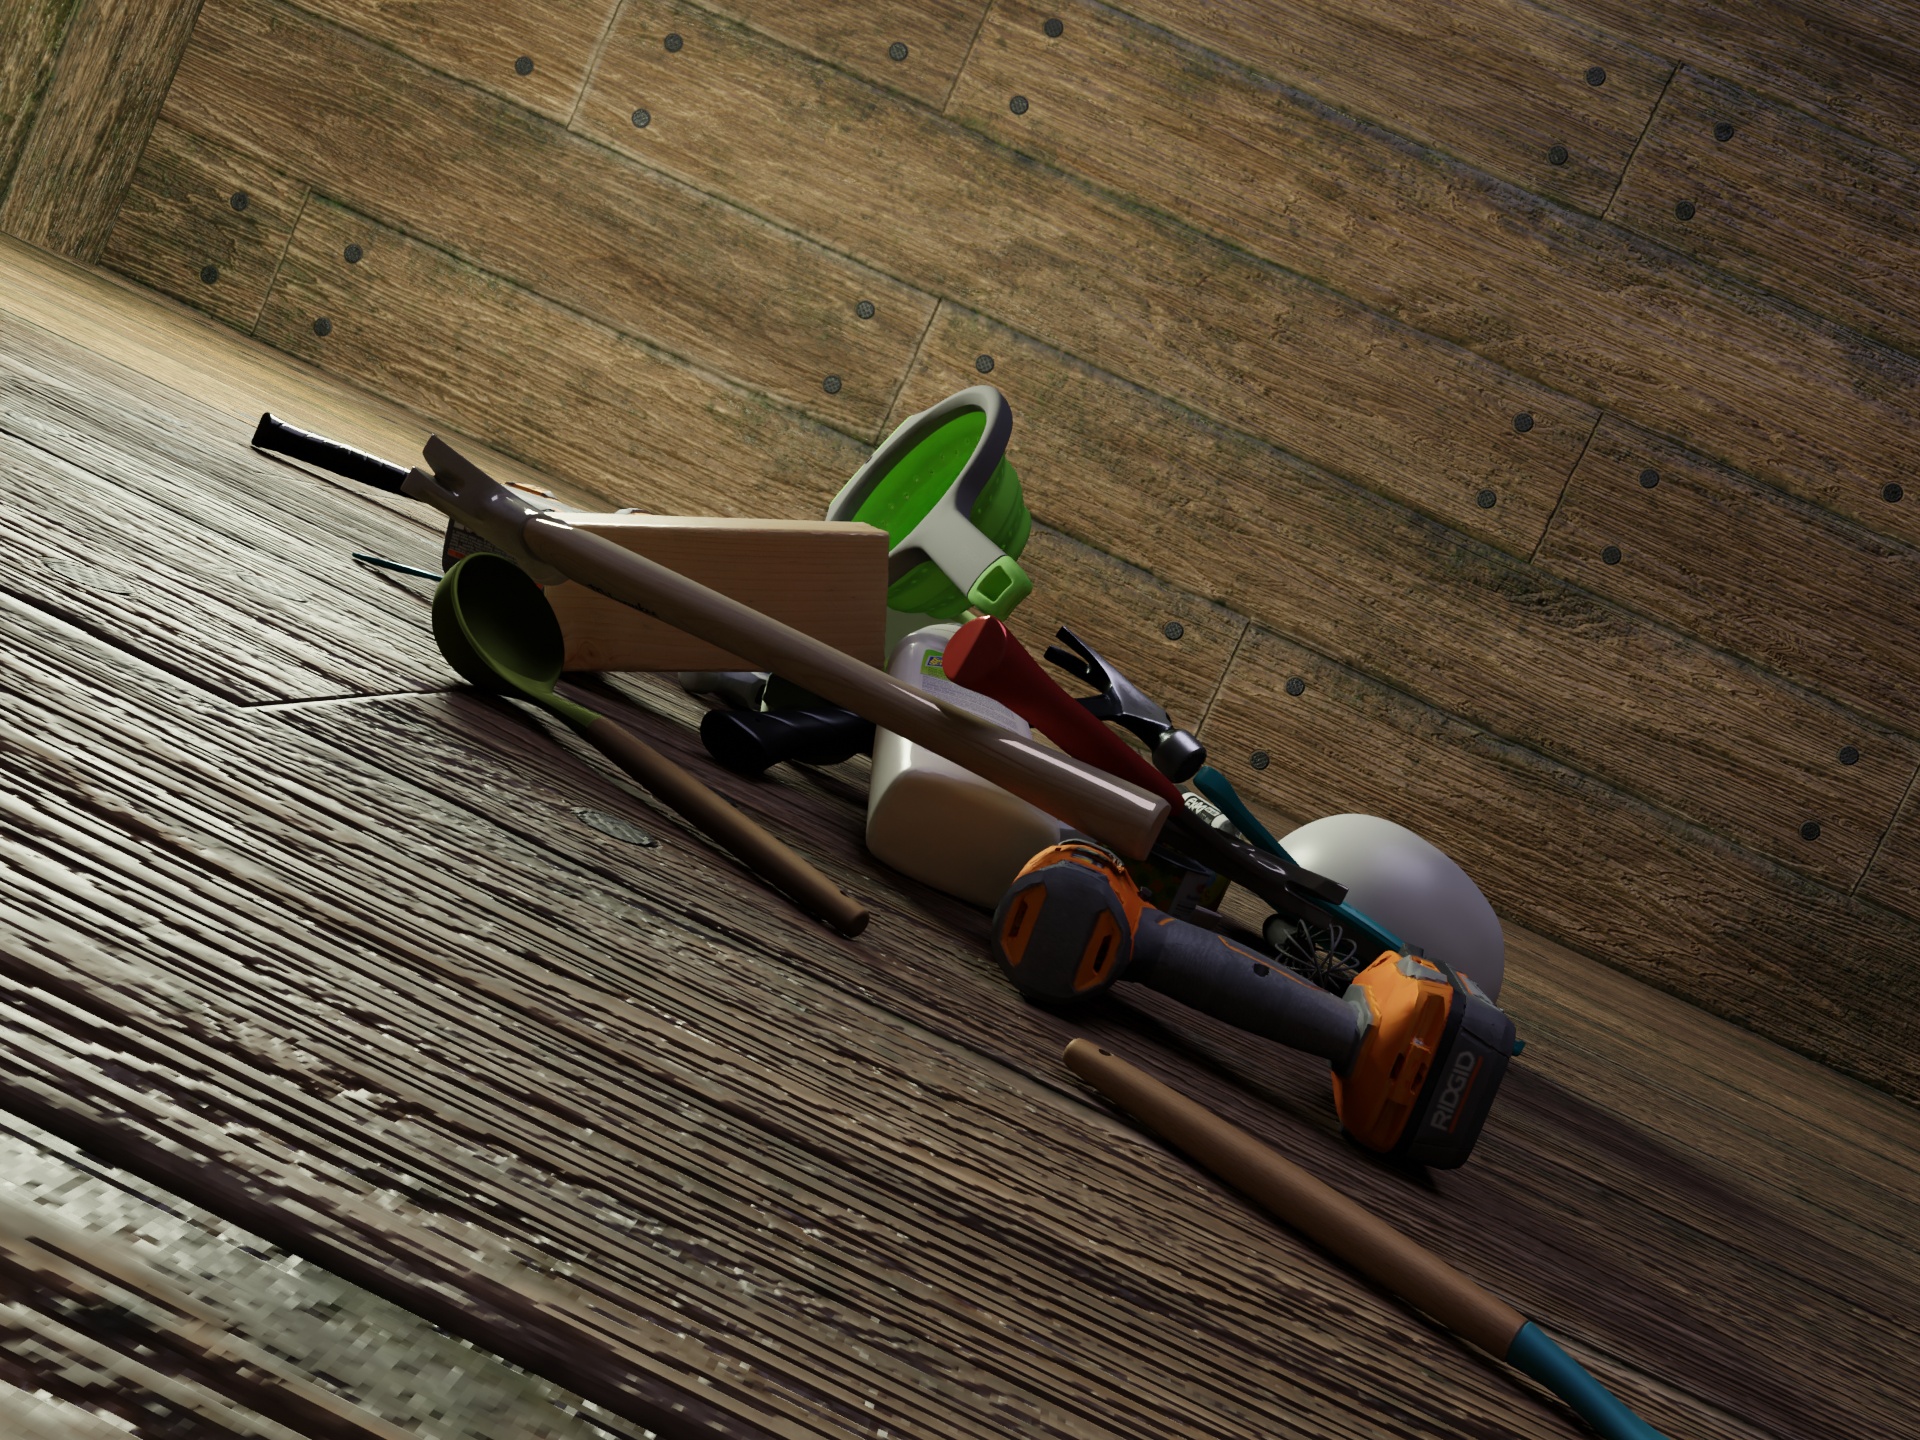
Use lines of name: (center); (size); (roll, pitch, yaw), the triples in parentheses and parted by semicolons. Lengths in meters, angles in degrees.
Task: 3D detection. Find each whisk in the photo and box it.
whisk: (0.233, 0.155, 1.102); (0.055, 0.055, 0.239); (25, 0, 4)

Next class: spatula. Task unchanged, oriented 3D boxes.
spatula: (0.161, 0.175, 0.513); (0.318, 0.044, 0.082); (27, 9, 36)

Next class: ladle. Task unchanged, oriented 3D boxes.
ladle: (-0.148, 0.006, 0.745); (0.320, 0.062, 0.078); (31, 1, 34)

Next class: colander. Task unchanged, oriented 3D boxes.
colander: (0.005, -0.116, 1.118); (0.094, 0.204, 0.397); (41, 6, -24)

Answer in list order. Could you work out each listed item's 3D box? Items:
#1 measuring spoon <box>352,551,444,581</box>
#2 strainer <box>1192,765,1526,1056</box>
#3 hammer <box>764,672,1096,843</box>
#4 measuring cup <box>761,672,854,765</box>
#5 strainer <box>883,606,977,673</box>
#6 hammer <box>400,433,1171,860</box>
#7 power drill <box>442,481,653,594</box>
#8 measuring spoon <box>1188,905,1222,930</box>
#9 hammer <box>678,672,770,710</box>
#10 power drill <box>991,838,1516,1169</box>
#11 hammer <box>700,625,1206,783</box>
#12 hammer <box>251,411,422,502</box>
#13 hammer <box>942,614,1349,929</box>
measuring spoon: (-0.341, -0.084, 1.019); (0.129, 0.021, 0.042); (17, 1, 20)
strainer: (0.276, 0.098, 1.112); (0.340, 0.095, 0.211); (42, -8, -37)
hammer: (-0.049, 0.017, 1.216); (0.144, 0.035, 0.406); (18, 8, -39)
measuring cup: (-0.111, -0.035, 1.084); (0.083, 0.038, 0.168); (-4, 45, -26)
strainer: (-0.091, -0.039, 1.177); (0.256, 0.069, 0.152); (-9, 36, -39)
hammer: (-0.088, -0.035, 0.791); (0.411, 0.038, 0.146); (25, -6, 18)
power drill: (-0.240, -0.114, 1.178); (0.185, 0.084, 0.226); (21, 12, 27)
measuring spoon: (0.118, 0.122, 1.091); (0.124, 0.018, 0.034); (18, 0, -2)
hammer: (-0.246, -0.075, 1.270); (0.128, 0.033, 0.331); (19, 8, -46)
power drill: (0.129, 0.120, 0.754); (0.226, 0.084, 0.164); (21, 4, 6)
hammer: (-0.002, -0.003, 1.051); (0.408, 0.036, 0.149); (-4, 44, -47)
hammer: (-0.462, -0.199, 1.416); (0.334, 0.035, 0.146); (20, -9, -9)
hammer: (0.099, 0.032, 0.884); (0.149, 0.037, 0.358); (27, -5, 35)
